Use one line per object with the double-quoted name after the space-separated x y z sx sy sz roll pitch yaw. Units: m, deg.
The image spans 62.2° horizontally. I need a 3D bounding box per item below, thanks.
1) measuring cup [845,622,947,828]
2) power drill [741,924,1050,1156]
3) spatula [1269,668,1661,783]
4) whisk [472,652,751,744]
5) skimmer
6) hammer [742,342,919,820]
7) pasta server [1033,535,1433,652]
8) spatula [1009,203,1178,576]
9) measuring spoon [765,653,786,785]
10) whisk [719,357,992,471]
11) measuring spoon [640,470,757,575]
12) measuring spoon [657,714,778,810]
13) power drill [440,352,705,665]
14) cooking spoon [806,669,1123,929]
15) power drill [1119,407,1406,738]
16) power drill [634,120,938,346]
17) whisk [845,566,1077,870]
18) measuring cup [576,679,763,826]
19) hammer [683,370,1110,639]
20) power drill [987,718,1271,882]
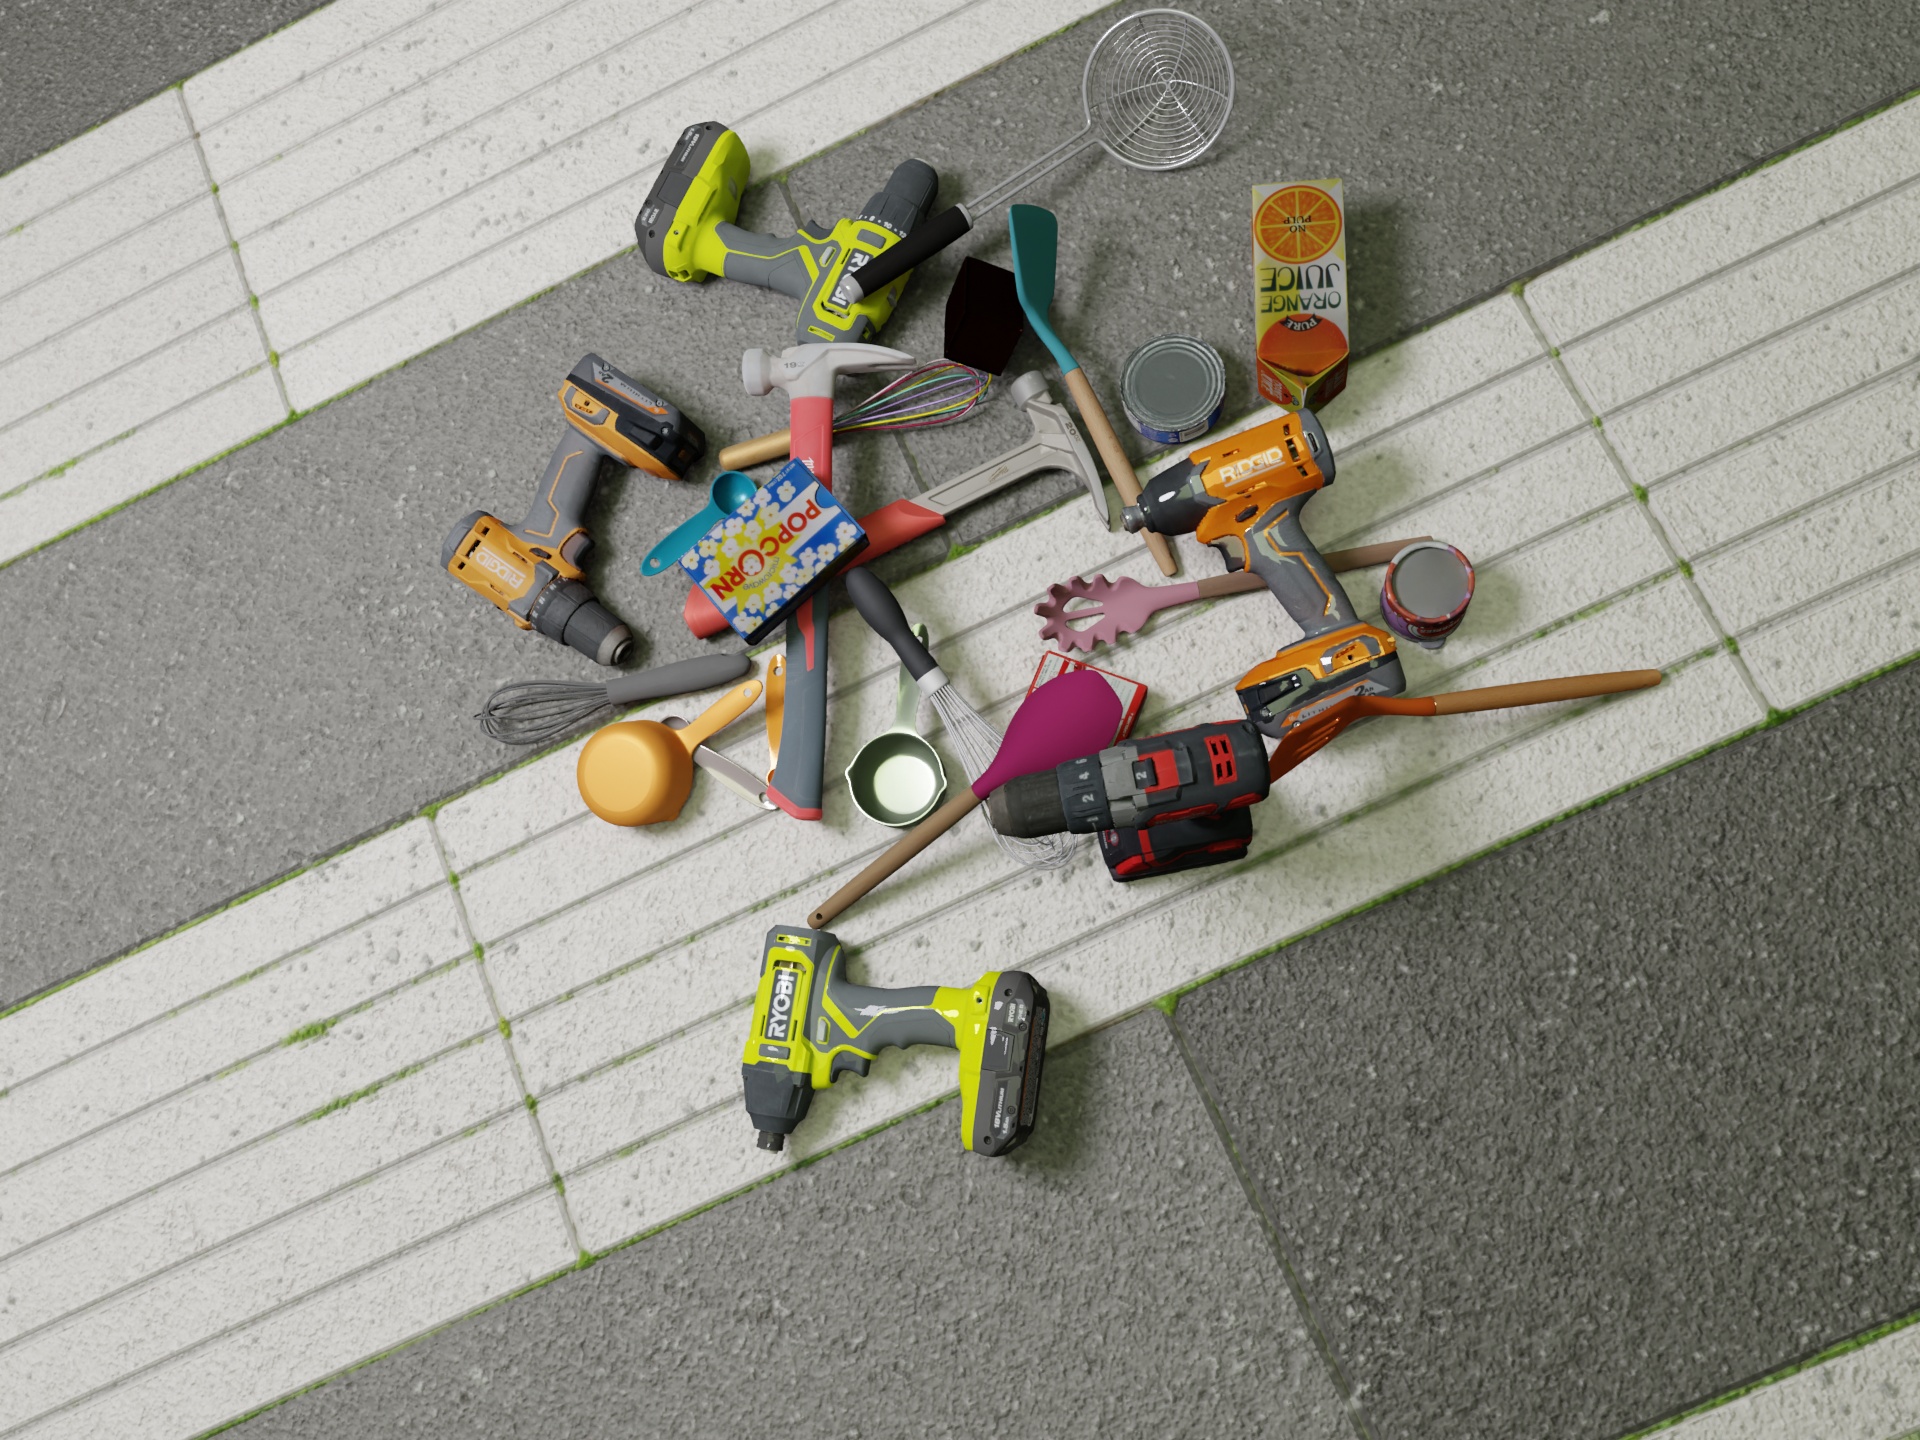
-0.041 0.006 1.279 0.083 0.038 0.168 6 77 11 "measuring cup"
-0.054 0.255 1.208 0.223 0.080 0.171 6 78 15 "power drill"
0.369 -0.005 1.163 0.322 0.081 0.041 -7 60 -11 "spatula"
-0.290 -0.024 1.326 0.239 0.055 0.055 -12 76 4 "whisk"
0.060 -0.451 1.306 0.363 0.090 0.127 -36 106 -10 "skimmer"
-0.107 -0.113 1.278 0.143 0.038 0.386 0 83 6 "hammer"
0.216 -0.108 1.256 0.316 0.040 0.060 -11 93 6 "pasta server"
0.110 -0.264 1.283 0.044 0.082 0.317 -28 86 31 "spatula"
-0.150 0.001 1.314 0.021 0.011 0.117 -5 74 9 "measuring spoon"
-0.089 -0.255 1.343 0.245 0.051 0.047 -15 78 12 "whisk"
-0.223 -0.161 1.337 0.128 0.021 0.042 -45 99 -23 "measuring spoon"
-0.199 0.037 1.314 0.124 0.018 0.034 34 99 9 "measuring spoon"
-0.309 -0.172 1.346 0.185 0.084 0.226 35 90 13 "power drill"
-0.005 0.070 1.209 0.319 0.017 0.069 -39 81 23 "cooking spoon"
0.228 -0.104 1.207 0.164 0.084 0.226 -21 89 4 "power drill"
-0.144 -0.425 1.371 0.228 0.080 0.190 25 85 11 "power drill"
-0.001 -0.004 1.237 0.070 0.070 0.284 -36 86 1 "whisk"
-0.235 0.020 1.283 0.173 0.052 0.095 -36 83 14 "measuring cup"
-0.060 -0.149 1.316 0.359 0.036 0.149 -26 75 3 "hammer"
0.125 0.061 1.137 0.188 0.226 0.080 -12 76 7 "power drill"
